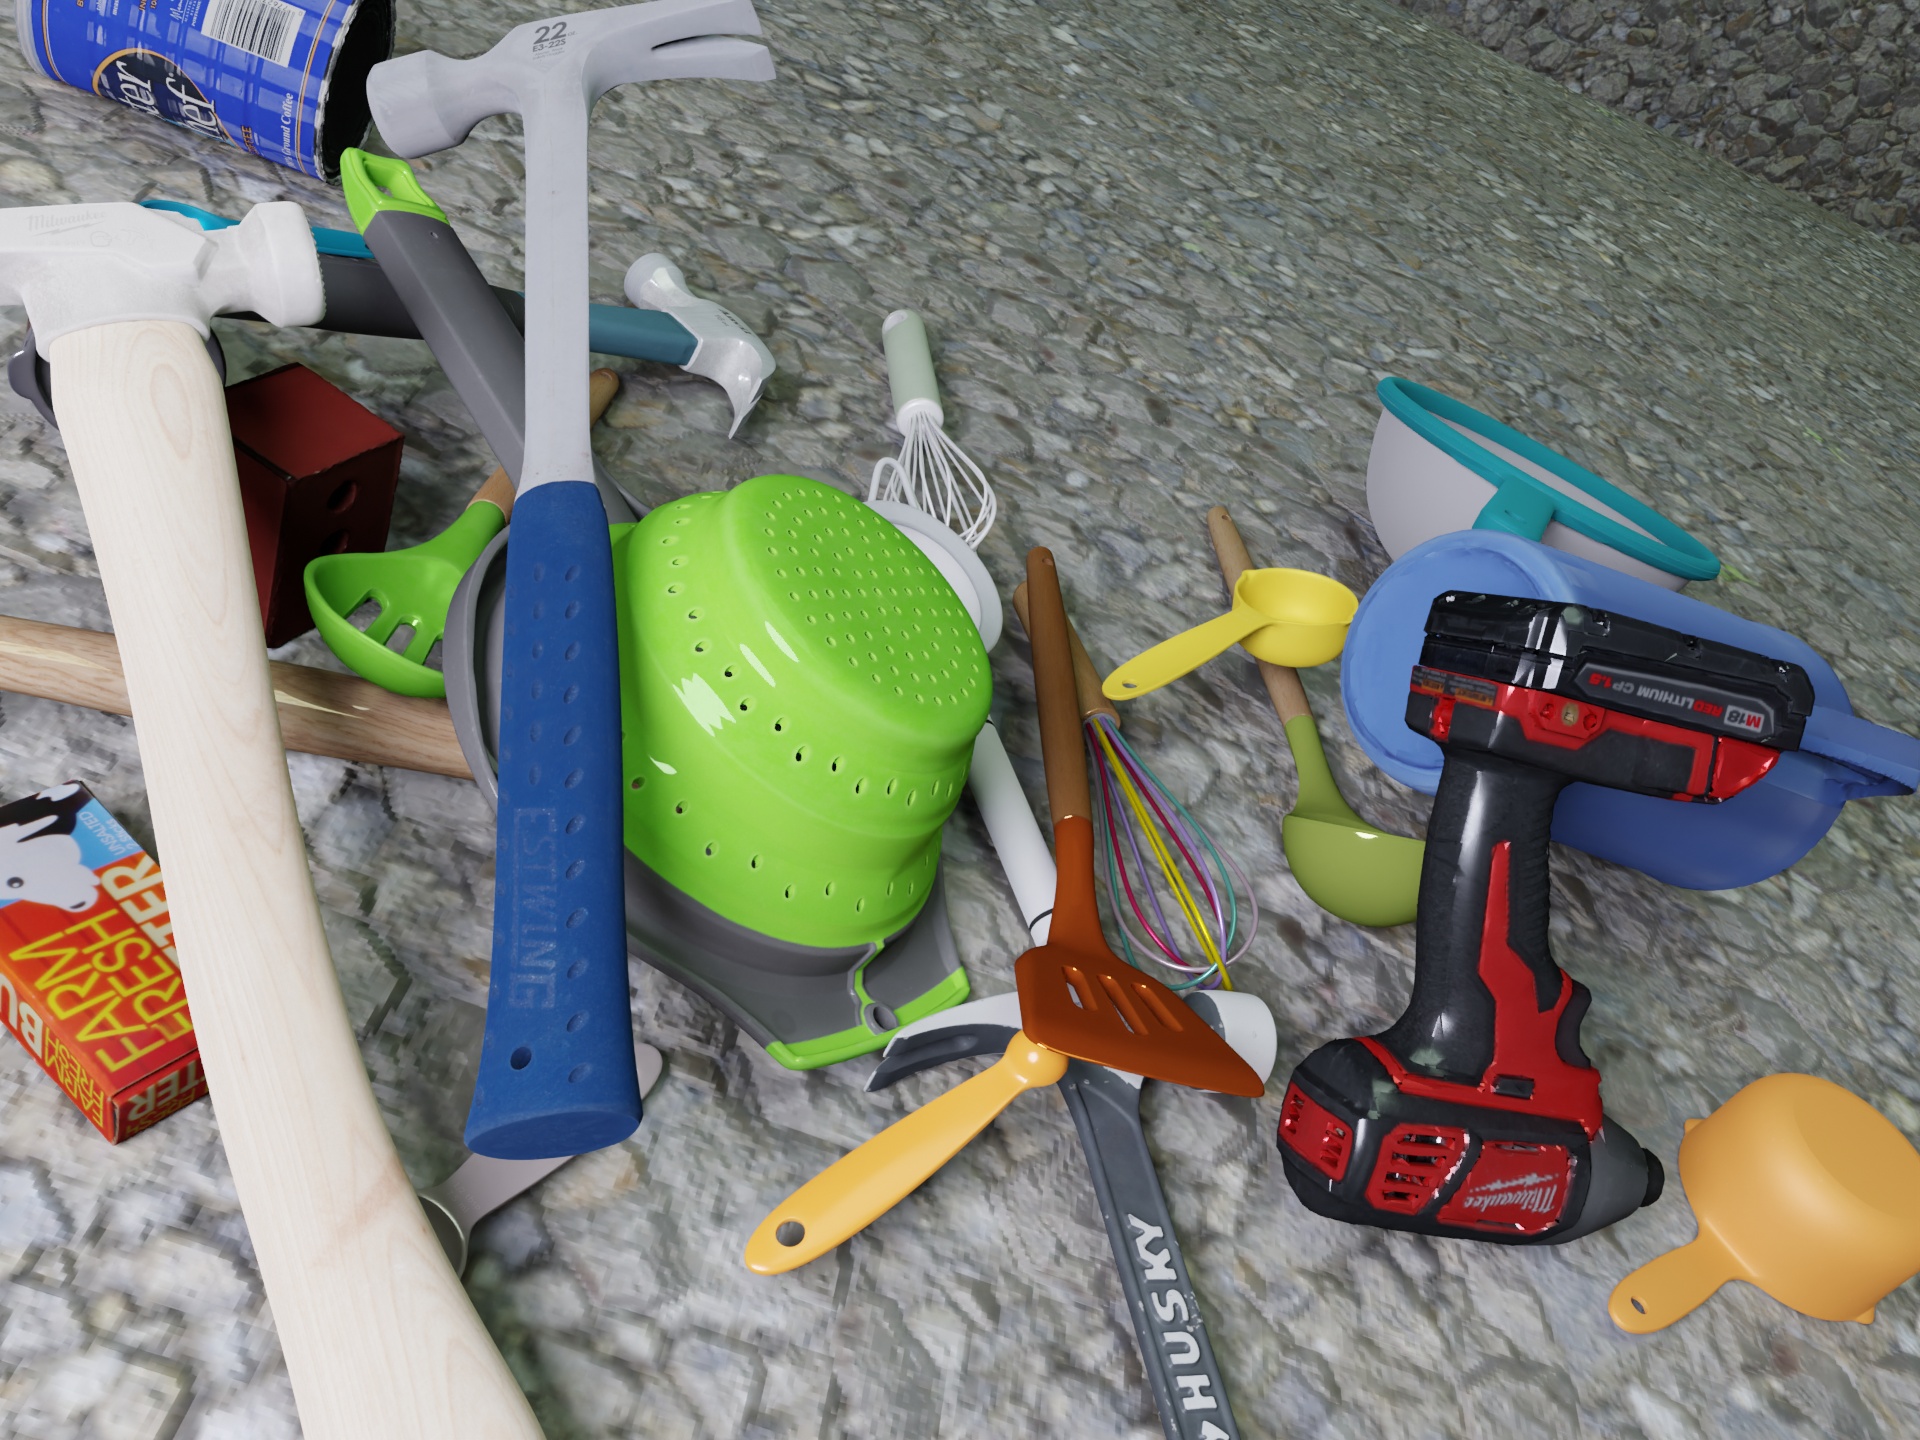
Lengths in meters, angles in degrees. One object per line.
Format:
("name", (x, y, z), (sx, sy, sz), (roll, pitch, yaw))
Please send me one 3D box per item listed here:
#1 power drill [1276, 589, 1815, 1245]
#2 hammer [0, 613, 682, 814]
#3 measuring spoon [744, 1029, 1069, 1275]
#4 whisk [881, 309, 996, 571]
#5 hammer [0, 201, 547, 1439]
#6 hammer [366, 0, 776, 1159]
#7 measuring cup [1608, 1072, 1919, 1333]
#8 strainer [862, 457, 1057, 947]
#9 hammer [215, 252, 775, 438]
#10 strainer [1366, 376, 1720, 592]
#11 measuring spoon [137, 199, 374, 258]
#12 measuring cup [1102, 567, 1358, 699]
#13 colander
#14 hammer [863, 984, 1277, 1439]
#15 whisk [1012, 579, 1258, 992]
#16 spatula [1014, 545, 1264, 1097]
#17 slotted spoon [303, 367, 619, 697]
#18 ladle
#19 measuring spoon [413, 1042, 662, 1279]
("power drill", (0.203, 0.075, 0.551), (0.143, 0.219, 0.078), (13, 4, -17))
("hammer", (-0.246, -0.012, 0.501), (0.331, 0.031, 0.130), (12, 23, -25))
("measuring spoon", (-0.014, 0.123, 0.465), (0.117, 0.011, 0.021), (-30, 56, -26))
("whisk", (-0.019, -0.149, 0.813), (0.059, 0.058, 0.247), (47, 21, -35))
("hammer", (-0.201, 0.028, 0.415), (0.146, 0.038, 0.411), (-14, 67, -25))
("hammer", (-0.115, -0.076, 0.476), (0.144, 0.035, 0.406), (-12, 59, 6))
("measuring cup", (0.304, 0.186, 0.597), (0.173, 0.052, 0.095), (-7, 48, -39))
("strainer", (-0.001, -0.002, 0.648), (0.086, 0.050, 0.259), (5, 48, -35))
("hammer", (-0.201, -0.174, 0.679), (0.128, 0.033, 0.331), (43, 26, 20))
("strainer", (0.284, -0.090, 0.847), (0.211, 0.095, 0.340), (34, 25, 12))
("measuring spoon", (-0.317, -0.216, 0.734), (0.042, 0.021, 0.128), (44, 31, 23))
("measuring cup", (0.118, -0.029, 0.712), (0.156, 0.029, 0.062), (-26, 42, -35))
("colander", (-0.101, -0.079, 0.550), (0.397, 0.094, 0.204), (56, 29, 15))
("hammer", (0.074, 0.236, 0.415), (0.149, 0.036, 0.409), (8, 41, -22))
("whisk", (0.064, 0.020, 0.667), (0.047, 0.051, 0.245), (27, 27, -36))
("spatula", (0.045, 0.019, 0.607), (0.081, 0.041, 0.323), (16, 37, -15))
("slotted spoon", (-0.175, -0.087, 0.620), (0.070, 0.031, 0.314), (32, 26, -14))
("ladle", (0.161, -0.023, 0.759), (0.078, 0.062, 0.320), (12, 37, -16))
("measuring spoon", (-0.125, 0.126, 0.446), (0.034, 0.018, 0.124), (42, 32, 9))
